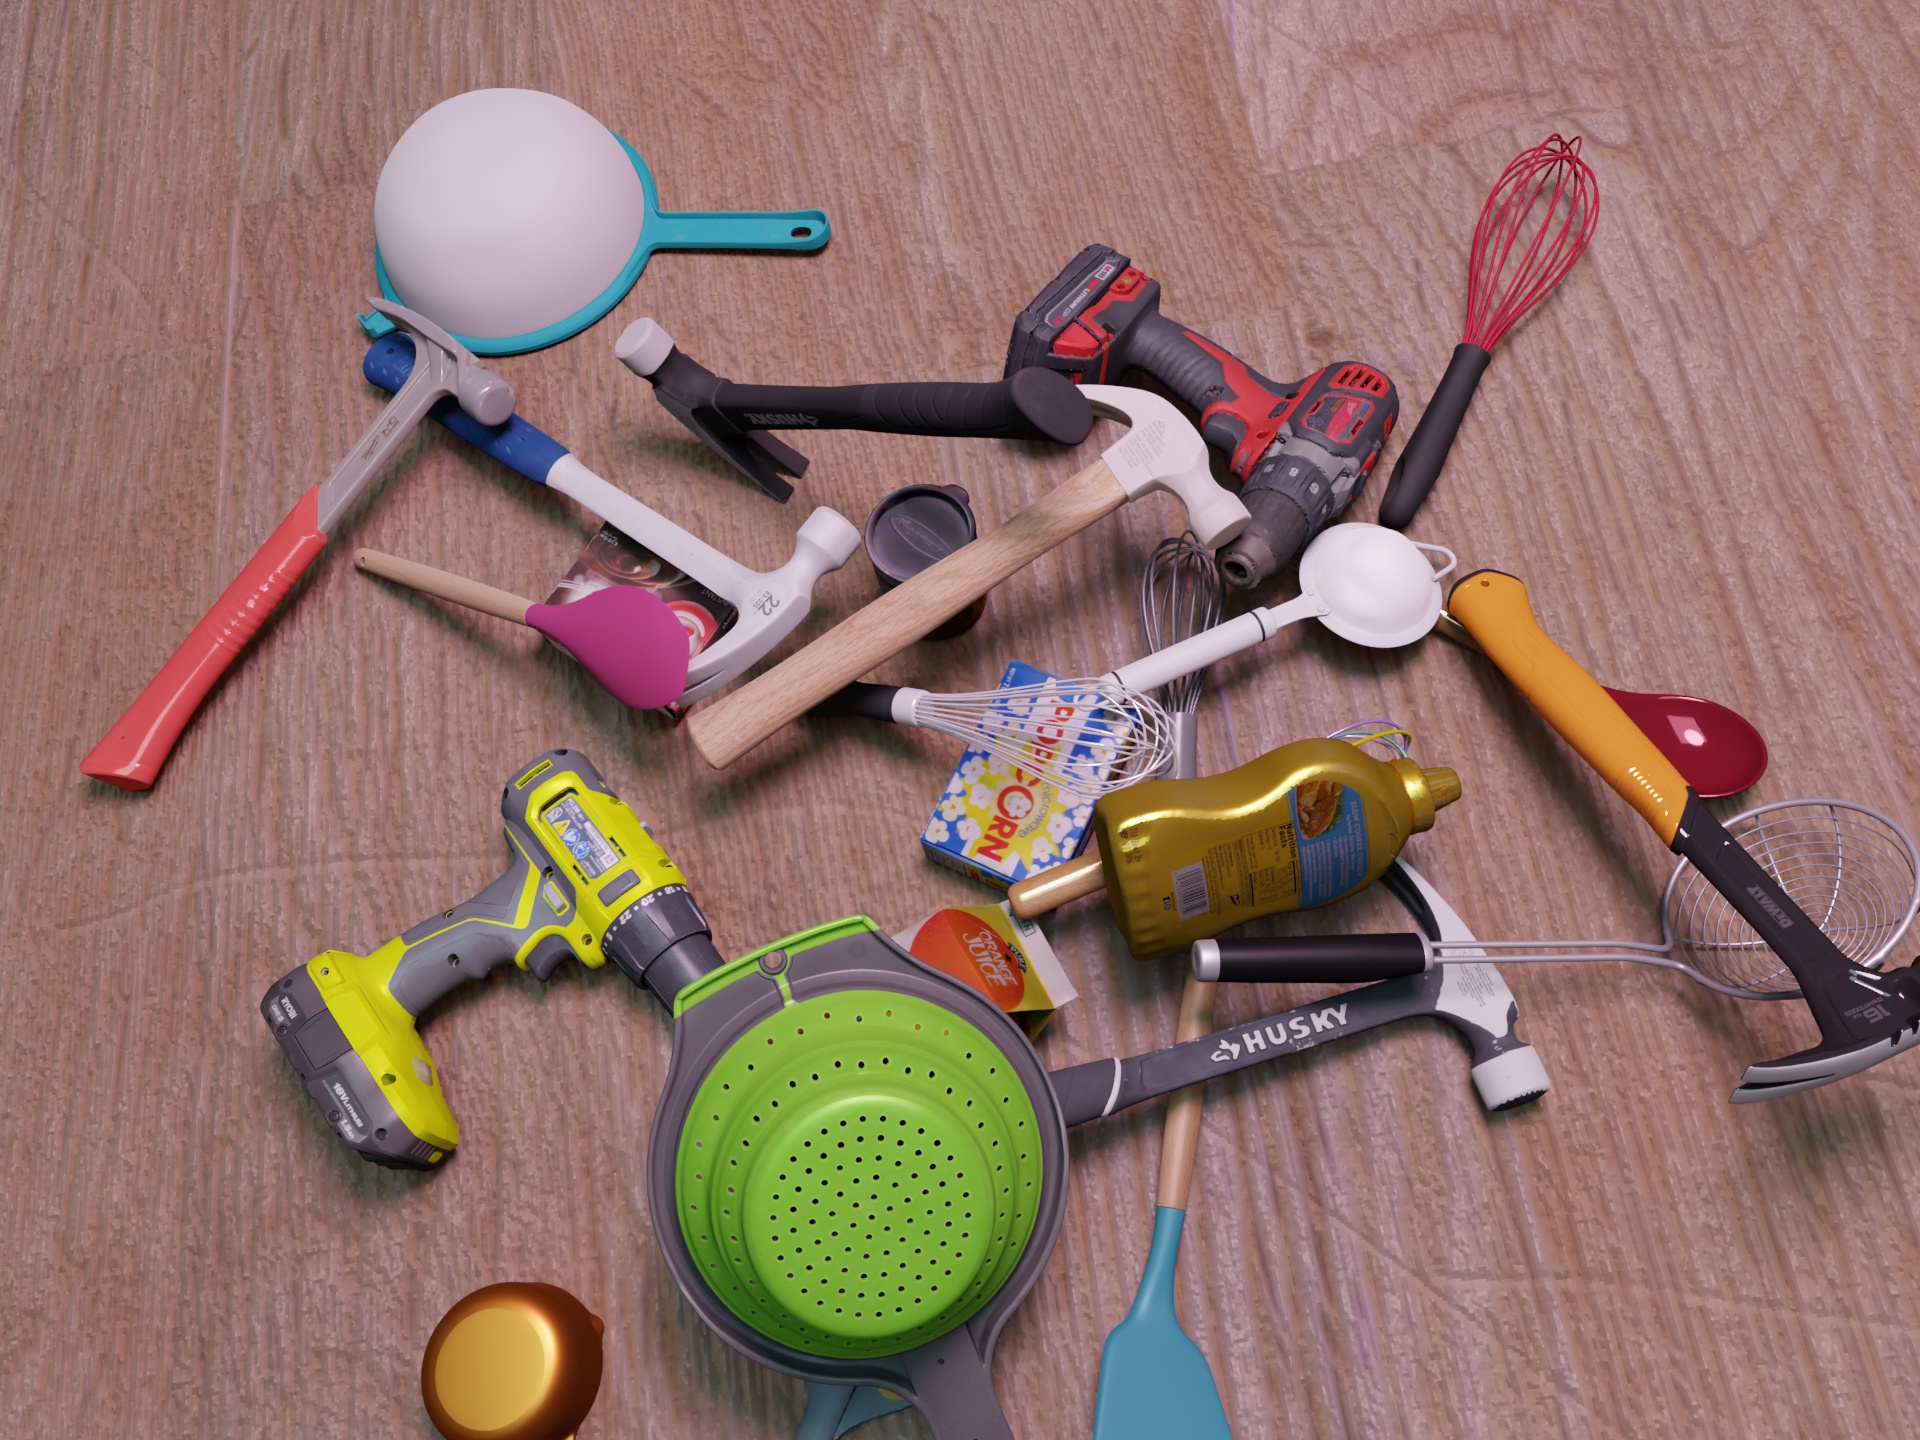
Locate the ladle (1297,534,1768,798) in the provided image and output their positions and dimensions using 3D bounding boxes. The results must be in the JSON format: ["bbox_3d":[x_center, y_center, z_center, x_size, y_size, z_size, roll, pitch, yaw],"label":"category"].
[{"bbox_3d":[0.317,-0.043,0.940,0.315,0.031,0.069,32,65,20],"label":"ladle"}]

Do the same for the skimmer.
[{"bbox_3d":[0.303,0.096,0.823,0.363,0.090,0.127,-1,34,-5],"label":"skimmer"}]

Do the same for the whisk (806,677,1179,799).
[{"bbox_3d":[-0.002,-0.004,0.907,0.285,0.070,0.070,10,68,35],"label":"whisk"}]

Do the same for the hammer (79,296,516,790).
[{"bbox_3d":[-0.442,-0.109,1.027,0.149,0.036,0.359,35,85,30],"label":"hammer"}]

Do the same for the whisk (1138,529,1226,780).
[{"bbox_3d":[0.128,-0.001,0.936,0.055,0.055,0.239,2,72,8],"label":"whisk"}]

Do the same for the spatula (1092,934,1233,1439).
[{"bbox_3d":[0.122,0.233,0.844,0.082,0.044,0.318,16,67,-13],"label":"spatula"}]

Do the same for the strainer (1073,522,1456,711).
[{"bbox_3d":[0.182,-0.058,0.917,0.258,0.050,0.087,-24,67,-10],"label":"strainer"}]

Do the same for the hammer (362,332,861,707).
[{"bbox_3d":[-0.252,-0.151,1.012,0.406,0.035,0.144,33,77,28],"label":"hammer"}]

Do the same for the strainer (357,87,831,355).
[{"bbox_3d":[-0.263,-0.365,1.103,0.340,0.095,0.211,4,69,10],"label":"strainer"}]

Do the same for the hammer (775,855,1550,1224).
[{"bbox_3d":[0.096,0.181,0.833,0.409,0.036,0.149,-14,64,-11],"label":"hammer"}]

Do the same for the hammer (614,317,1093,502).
[{"bbox_3d":[-0.056,-0.175,0.908,0.335,0.146,0.035,12,67,45],"label":"hammer"}]

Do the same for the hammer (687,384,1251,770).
[{"bbox_3d":[-0.011,-0.076,0.899,0.331,0.031,0.130,-32,75,3],"label":"hammer"}]

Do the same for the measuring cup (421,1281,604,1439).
[{"bbox_3d":[-0.220,0.375,0.823,0.095,0.052,0.174,-29,66,-5],"label":"measuring cup"}]

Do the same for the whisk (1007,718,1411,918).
[{"bbox_3d":[0.142,0.059,0.886,0.245,0.047,0.051,-22,88,-5],"label":"whisk"}]

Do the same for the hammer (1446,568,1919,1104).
[{"bbox_3d":[0.351,0.038,0.822,0.127,0.034,0.337,-20,49,-9],"label":"hammer"}]

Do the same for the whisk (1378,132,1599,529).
[{"bbox_3d":[0.331,-0.247,1.005,0.073,0.073,0.296,24,78,16],"label":"whisk"}]

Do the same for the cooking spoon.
[{"bbox_3d":[-0.277,-0.069,0.971,0.319,0.017,0.068,18,104,35],"label":"cooking spoon"}]

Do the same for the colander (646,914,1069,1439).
[{"bbox_3d":[-0.013,0.291,0.735,0.204,0.094,0.397,-23,91,-7],"label":"colander"}]

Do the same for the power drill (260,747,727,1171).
[{"bbox_3d":[-0.256,0.149,0.908,0.228,0.080,0.191,-37,68,-11],"label":"power drill"}]

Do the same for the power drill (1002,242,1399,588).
[{"bbox_3d":[0.137,-0.182,0.969,0.227,0.080,0.188,29,55,14],"label":"power drill"}]
